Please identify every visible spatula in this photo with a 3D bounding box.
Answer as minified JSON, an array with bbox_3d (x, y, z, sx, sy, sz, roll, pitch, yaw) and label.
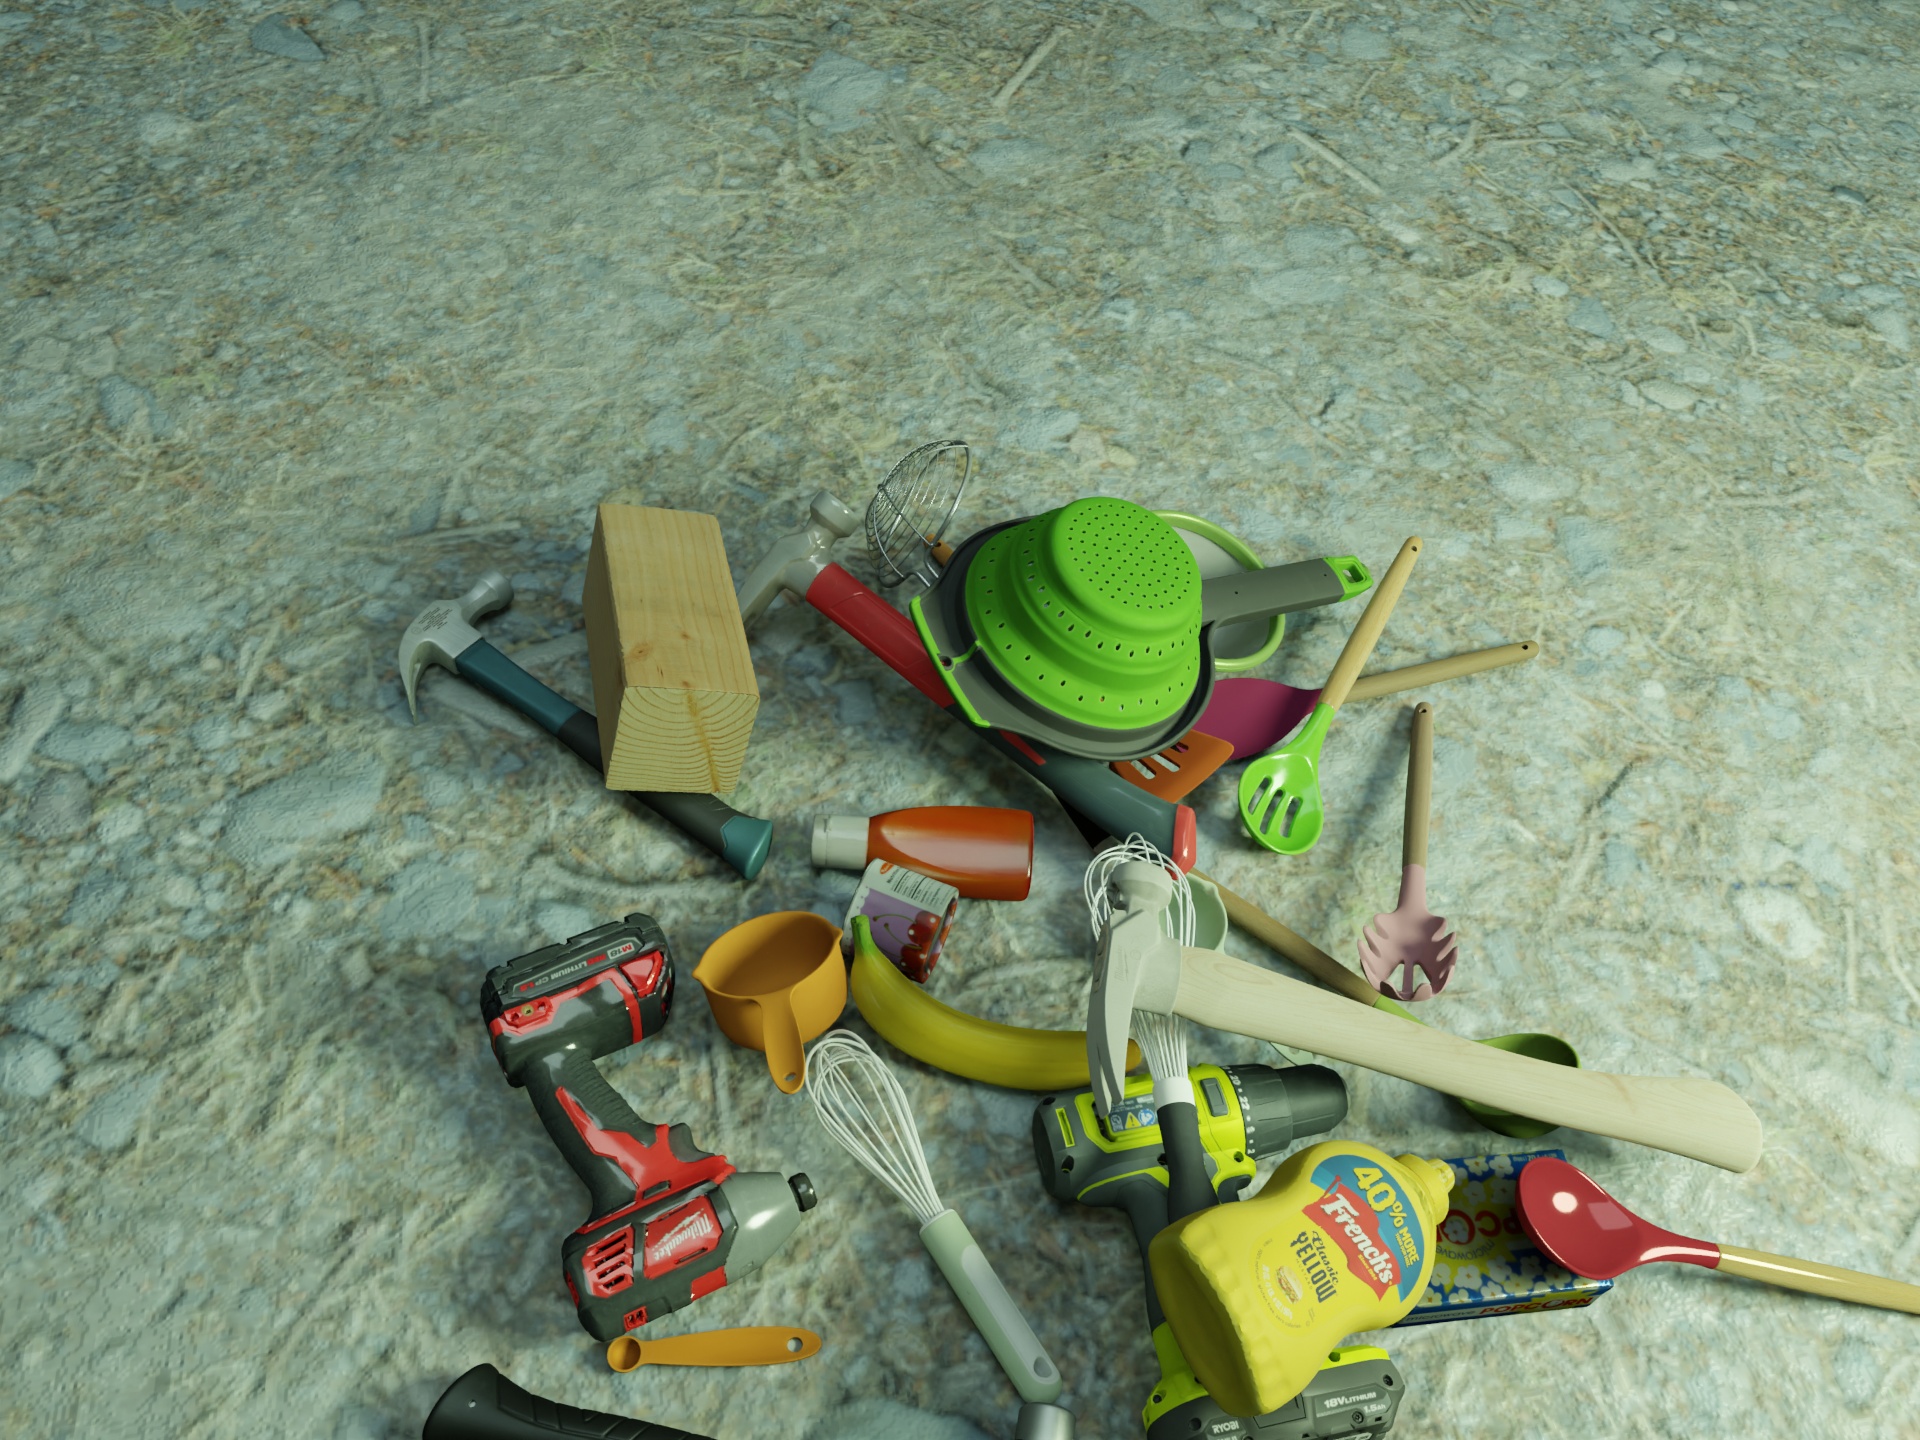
[{"bbox_3d":[0.070,-0.048,1.194,0.081,0.041,0.323,-37,60,-11],"label":"spatula"}]

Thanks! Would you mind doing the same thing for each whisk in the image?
[{"bbox_3d":[-0.017,0.282,0.918,0.057,0.059,0.247,-7,51,-47],"label":"whisk"},{"bbox_3d":[0.118,0.187,0.919,0.070,0.070,0.285,-1,51,-7],"label":"whisk"}]

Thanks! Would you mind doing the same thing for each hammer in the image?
[{"bbox_3d":[-0.002,-0.004,1.112,0.386,0.038,0.143,38,91,21],"label":"hammer"},{"bbox_3d":[-0.263,0.009,1.119,0.331,0.033,0.128,32,54,19],"label":"hammer"},{"bbox_3d":[0.270,0.201,0.908,0.410,0.038,0.146,17,55,-8],"label":"hammer"},{"bbox_3d":[-0.113,0.397,0.820,0.335,0.035,0.146,11,50,4],"label":"hammer"}]

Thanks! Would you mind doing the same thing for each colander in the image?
[{"bbox_3d":[0.161,-0.097,1.108,0.397,0.094,0.205,-13,62,-32],"label":"colander"}]

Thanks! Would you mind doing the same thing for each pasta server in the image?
[{"bbox_3d":[0.311,0.079,1.085,0.060,0.040,0.316,2,37,18],"label":"pasta server"}]

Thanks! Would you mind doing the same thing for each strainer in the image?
[{"bbox_3d":[0.210,-0.090,1.235,0.256,0.069,0.152,-8,60,-31],"label":"strainer"}]

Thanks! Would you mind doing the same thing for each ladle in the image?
[{"bbox_3d":[0.459,0.313,0.921,0.315,0.031,0.069,15,48,-8],"label":"ladle"},{"bbox_3d":[0.251,0.162,1.035,0.320,0.062,0.078,34,53,23],"label":"ladle"}]

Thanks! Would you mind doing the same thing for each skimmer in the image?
[{"bbox_3d":[0.035,-0.056,1.180,0.090,0.127,0.363,-8,59,-49],"label":"skimmer"}]

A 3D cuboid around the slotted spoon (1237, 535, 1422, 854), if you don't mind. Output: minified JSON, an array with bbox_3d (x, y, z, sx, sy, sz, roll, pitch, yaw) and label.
[{"bbox_3d":[0.282,-0.025,1.179,0.070,0.031,0.314,36,62,-4],"label":"slotted spoon"}]

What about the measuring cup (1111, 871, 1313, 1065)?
[{"bbox_3d":[0.163,0.168,1.033,0.083,0.038,0.168,-30,62,-26],"label":"measuring cup"}]

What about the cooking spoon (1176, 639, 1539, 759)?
[{"bbox_3d":[0.304,-0.023,1.212,0.319,0.017,0.069,-13,58,-15],"label":"cooking spoon"}]

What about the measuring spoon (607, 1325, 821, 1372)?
[{"bbox_3d":[-0.135,0.348,0.876,0.117,0.011,0.021,0,50,-10],"label":"measuring spoon"}]

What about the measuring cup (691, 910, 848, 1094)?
[{"bbox_3d":[-0.104,0.182,0.946,0.095,0.052,0.174,-16,29,-5],"label":"measuring cup"}]

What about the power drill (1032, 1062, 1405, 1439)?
[{"bbox_3d":[0.159,0.300,0.901,0.190,0.080,0.229,-8,50,-11],"label":"power drill"}]

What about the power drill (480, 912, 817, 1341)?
[{"bbox_3d":[-0.184,0.230,0.924,0.143,0.078,0.220,-20,59,-20],"label":"power drill"}]
